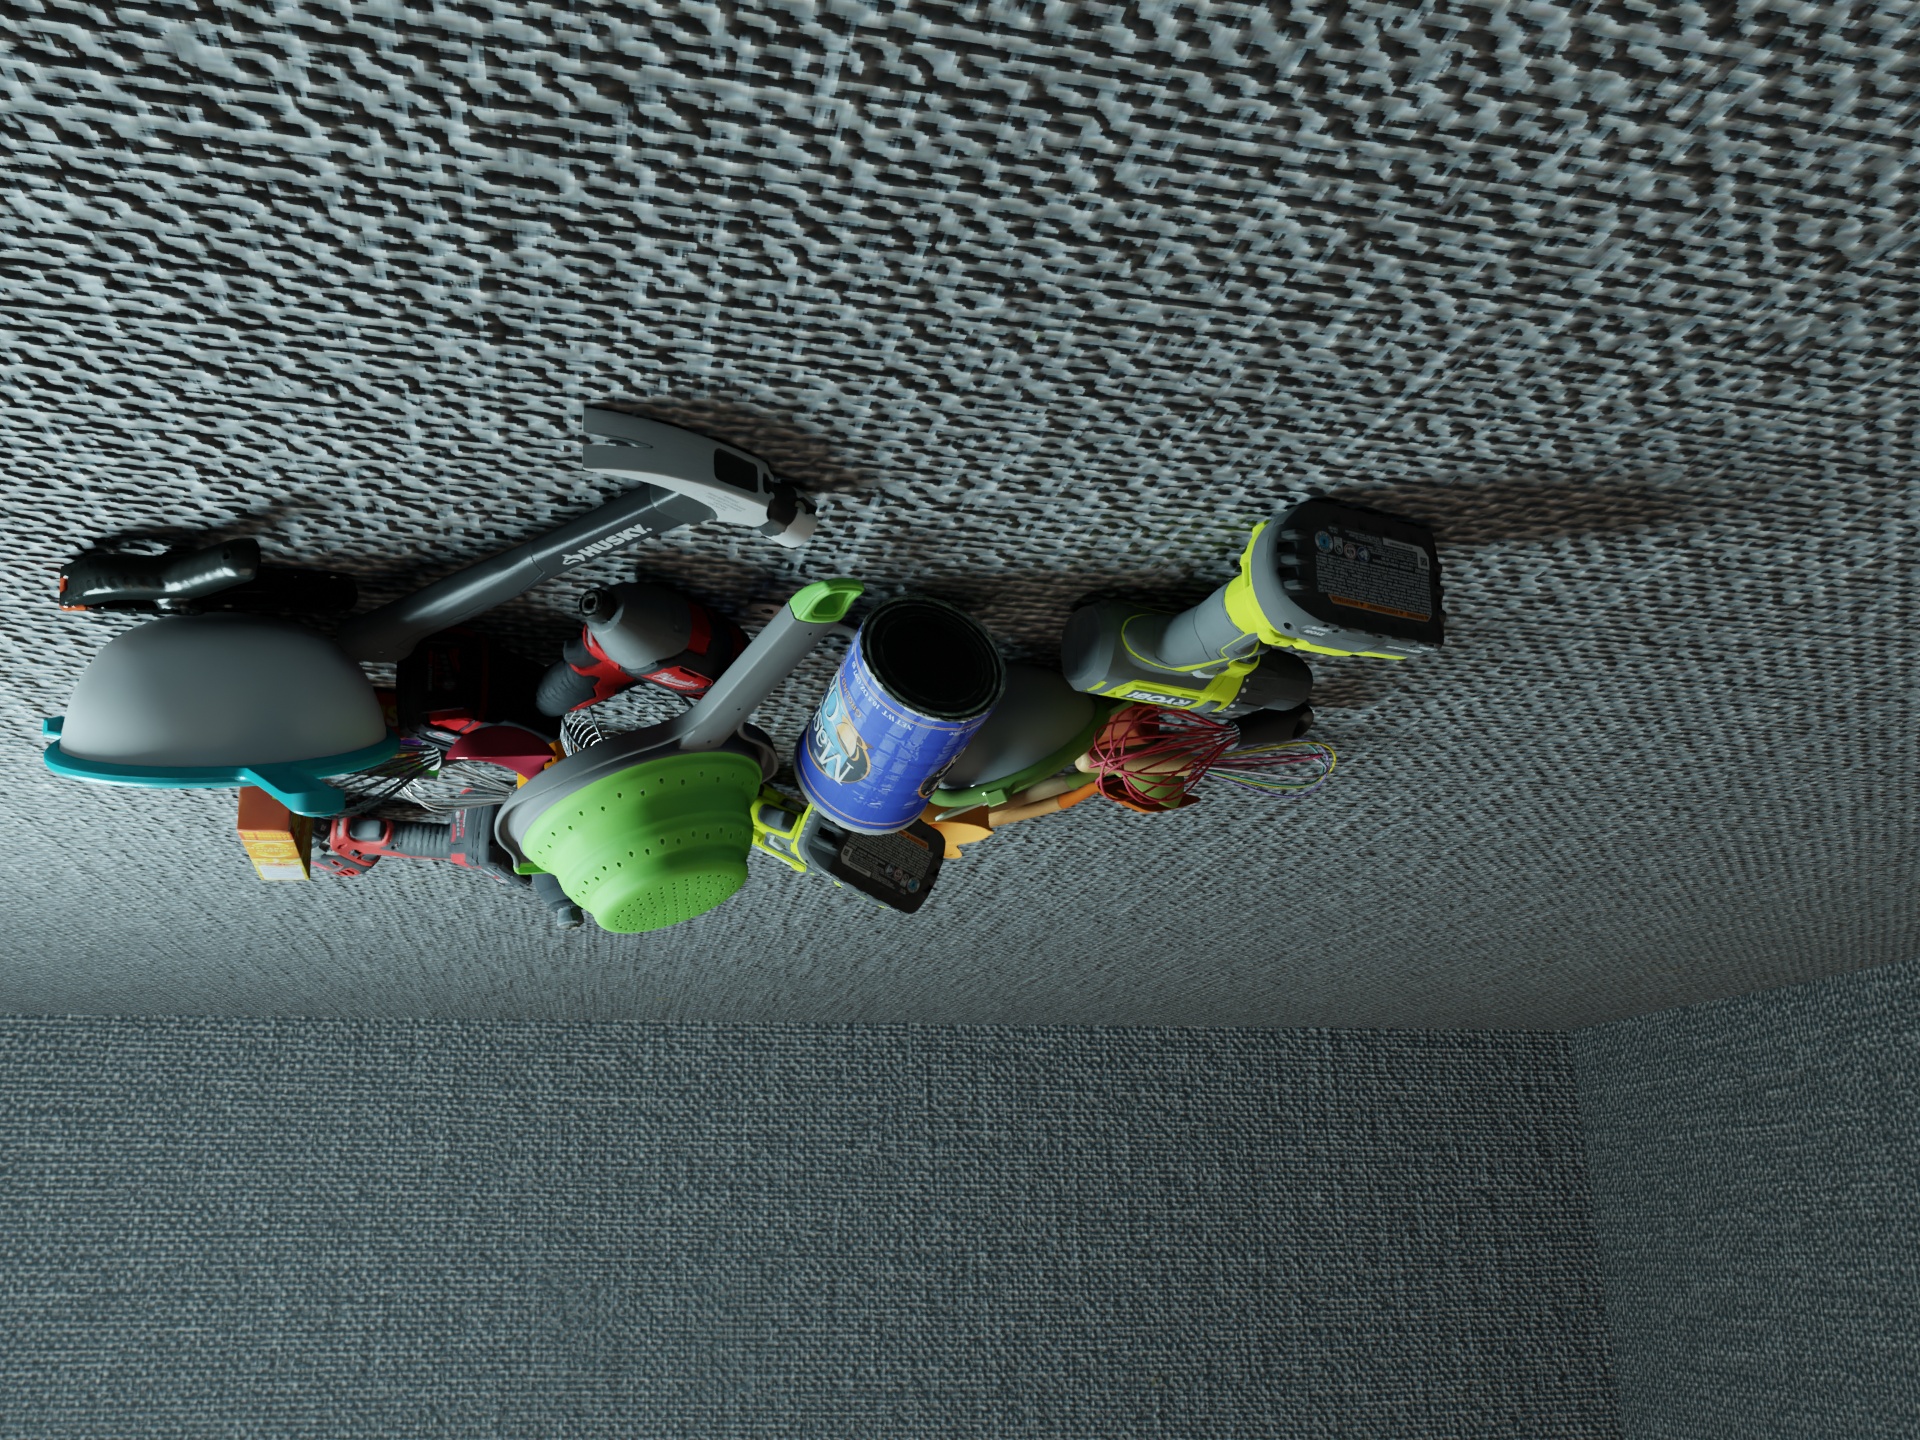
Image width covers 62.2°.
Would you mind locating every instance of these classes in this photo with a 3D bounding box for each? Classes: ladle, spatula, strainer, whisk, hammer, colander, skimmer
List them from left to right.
[{"bbox_3d":[-0.438,-0.013,0.979,0.211,0.095,0.340,-5,-170,-35],"label":"strainer"},{"bbox_3d":[-0.394,0.025,1.178,0.055,0.055,0.239,-12,-175,31],"label":"whisk"},{"bbox_3d":[-0.405,0.067,1.433,0.058,0.059,0.246,-41,150,21],"label":"whisk"},{"bbox_3d":[-0.255,-0.093,0.928,0.335,0.035,0.146,-17,157,33],"label":"hammer"},{"bbox_3d":[-0.294,0.051,1.161,0.069,0.031,0.315,-1,165,4],"label":"ladle"},{"bbox_3d":[-0.238,0.053,1.321,0.127,0.090,0.363,18,165,8],"label":"skimmer"},{"bbox_3d":[-0.169,0.046,1.069,0.204,0.095,0.397,-3,152,-43],"label":"colander"},{"bbox_3d":[-0.002,-0.004,1.208,0.151,0.069,0.256,-35,-159,-30],"label":"strainer"},{"bbox_3d":[0.083,0.091,1.537,0.081,0.041,0.322,-9,174,-46],"label":"spatula"},{"bbox_3d":[0.083,0.072,1.456,0.078,0.062,0.320,28,153,-28],"label":"ladle"},{"bbox_3d":[0.208,0.032,1.323,0.245,0.051,0.047,2,158,-22],"label":"whisk"},{"bbox_3d":[0.187,0.013,1.179,0.073,0.073,0.295,-16,176,40],"label":"whisk"}]

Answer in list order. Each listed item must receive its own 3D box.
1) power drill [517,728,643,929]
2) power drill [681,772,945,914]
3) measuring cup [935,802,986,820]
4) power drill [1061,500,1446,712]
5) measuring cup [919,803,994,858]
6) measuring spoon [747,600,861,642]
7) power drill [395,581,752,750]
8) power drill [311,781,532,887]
[{"bbox_3d":[-0.313,0.112,1.381,0.084,0.164,0.226,-12,163,7],"label":"power drill"},{"bbox_3d":[-0.134,0.096,1.390,0.171,0.080,0.223,32,166,-36],"label":"power drill"},{"bbox_3d":[0.021,0.047,1.305,0.083,0.038,0.167,-29,174,34],"label":"measuring cup"},{"bbox_3d":[0.200,-0.057,1.028,0.190,0.080,0.228,9,163,-27],"label":"power drill"},{"bbox_3d":[-0.014,0.094,1.526,0.095,0.052,0.173,-2,164,4],"label":"measuring cup"},{"bbox_3d":[-0.093,-0.060,1.090,0.124,0.018,0.034,14,157,-38],"label":"measuring spoon"},{"bbox_3d":[-0.264,-0.038,1.065,0.219,0.079,0.143,-13,160,25],"label":"power drill"},{"bbox_3d":[-0.529,0.101,1.486,0.226,0.080,0.187,0,162,6],"label":"power drill"}]
